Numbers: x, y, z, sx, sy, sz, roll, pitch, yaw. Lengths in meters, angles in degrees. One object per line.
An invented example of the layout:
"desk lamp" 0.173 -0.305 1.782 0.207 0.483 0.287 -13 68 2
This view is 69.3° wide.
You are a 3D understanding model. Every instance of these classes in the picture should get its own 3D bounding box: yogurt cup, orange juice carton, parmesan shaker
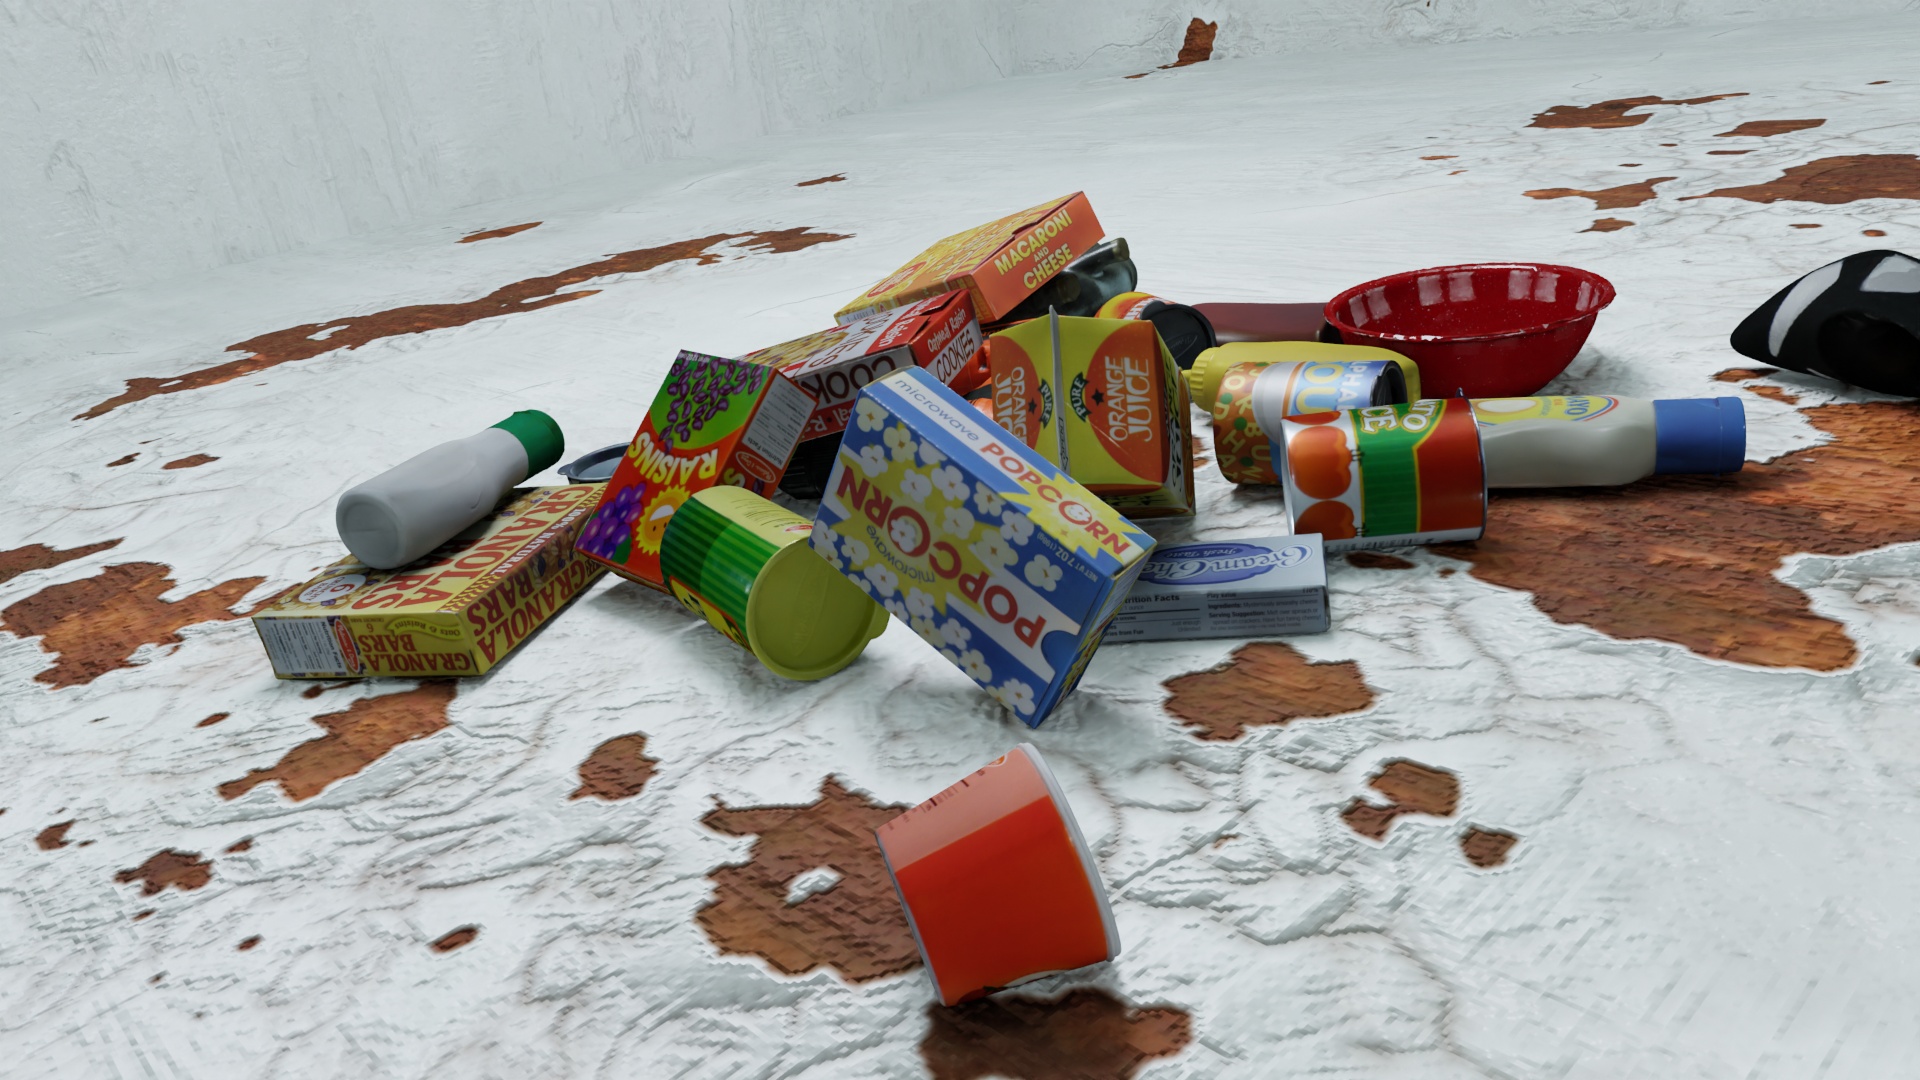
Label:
"yogurt cup" 0.009 0.100 0.408 0.054 0.072 0.072 -21 24 -8
"orange juice carton" 0.062 -0.052 0.634 0.073 0.072 0.192 -3 -5 15
"parmesan shaker" -0.088 0.018 0.641 0.071 0.071 0.103 -22 25 -28

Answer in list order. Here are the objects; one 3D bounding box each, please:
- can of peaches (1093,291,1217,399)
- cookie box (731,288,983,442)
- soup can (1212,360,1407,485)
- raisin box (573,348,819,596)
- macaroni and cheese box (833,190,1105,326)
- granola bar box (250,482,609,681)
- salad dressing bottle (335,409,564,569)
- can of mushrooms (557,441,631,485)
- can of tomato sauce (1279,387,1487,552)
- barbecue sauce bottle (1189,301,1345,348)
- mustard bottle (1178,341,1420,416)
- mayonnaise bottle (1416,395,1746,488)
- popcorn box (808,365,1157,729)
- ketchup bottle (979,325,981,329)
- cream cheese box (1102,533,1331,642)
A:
"can of peaches" 0.121 -0.126 0.892 0.071 0.071 0.058 -16 22 -15
"cookie box" -0.081 -0.096 0.819 0.167 0.040 0.123 -13 20 20
"soup can" 0.180 -0.061 0.715 0.084 0.071 0.072 4 26 31
"raisin box" -0.138 -0.033 0.722 0.086 0.040 0.123 15 74 41
"macaroni and cheese box" 0.003 -0.187 0.984 0.124 0.040 0.166 -42 22 -31
"granola bar box" -0.264 0.019 0.738 0.124 0.039 0.166 -2 23 18
"salad dressing bottle" -0.271 -0.033 0.756 0.064 0.043 0.148 -3 22 21
"can of mushrooms" -0.208 -0.035 0.851 0.071 0.033 0.071 -8 23 3
"can of tomato sauce" 0.192 -0.031 0.639 0.083 0.071 0.071 -6 23 10
"barbecue sauce bottle" 0.183 -0.137 0.931 0.148 0.043 0.065 7 27 36
"mustard bottle" 0.184 -0.089 0.808 0.065 0.048 0.160 -27 28 -34
"mayonnaise bottle" 0.298 -0.050 0.679 0.148 0.041 0.065 -1 22 21
"popcorn box" 0.004 0.001 0.550 0.127 0.084 0.038 38 39 18
"ketchup bottle" 0.000 -0.167 1.071 0.065 0.043 0.149 -11 22 13
"cream cheese box" 0.108 0.021 0.608 0.104 0.024 0.053 -4 24 13
